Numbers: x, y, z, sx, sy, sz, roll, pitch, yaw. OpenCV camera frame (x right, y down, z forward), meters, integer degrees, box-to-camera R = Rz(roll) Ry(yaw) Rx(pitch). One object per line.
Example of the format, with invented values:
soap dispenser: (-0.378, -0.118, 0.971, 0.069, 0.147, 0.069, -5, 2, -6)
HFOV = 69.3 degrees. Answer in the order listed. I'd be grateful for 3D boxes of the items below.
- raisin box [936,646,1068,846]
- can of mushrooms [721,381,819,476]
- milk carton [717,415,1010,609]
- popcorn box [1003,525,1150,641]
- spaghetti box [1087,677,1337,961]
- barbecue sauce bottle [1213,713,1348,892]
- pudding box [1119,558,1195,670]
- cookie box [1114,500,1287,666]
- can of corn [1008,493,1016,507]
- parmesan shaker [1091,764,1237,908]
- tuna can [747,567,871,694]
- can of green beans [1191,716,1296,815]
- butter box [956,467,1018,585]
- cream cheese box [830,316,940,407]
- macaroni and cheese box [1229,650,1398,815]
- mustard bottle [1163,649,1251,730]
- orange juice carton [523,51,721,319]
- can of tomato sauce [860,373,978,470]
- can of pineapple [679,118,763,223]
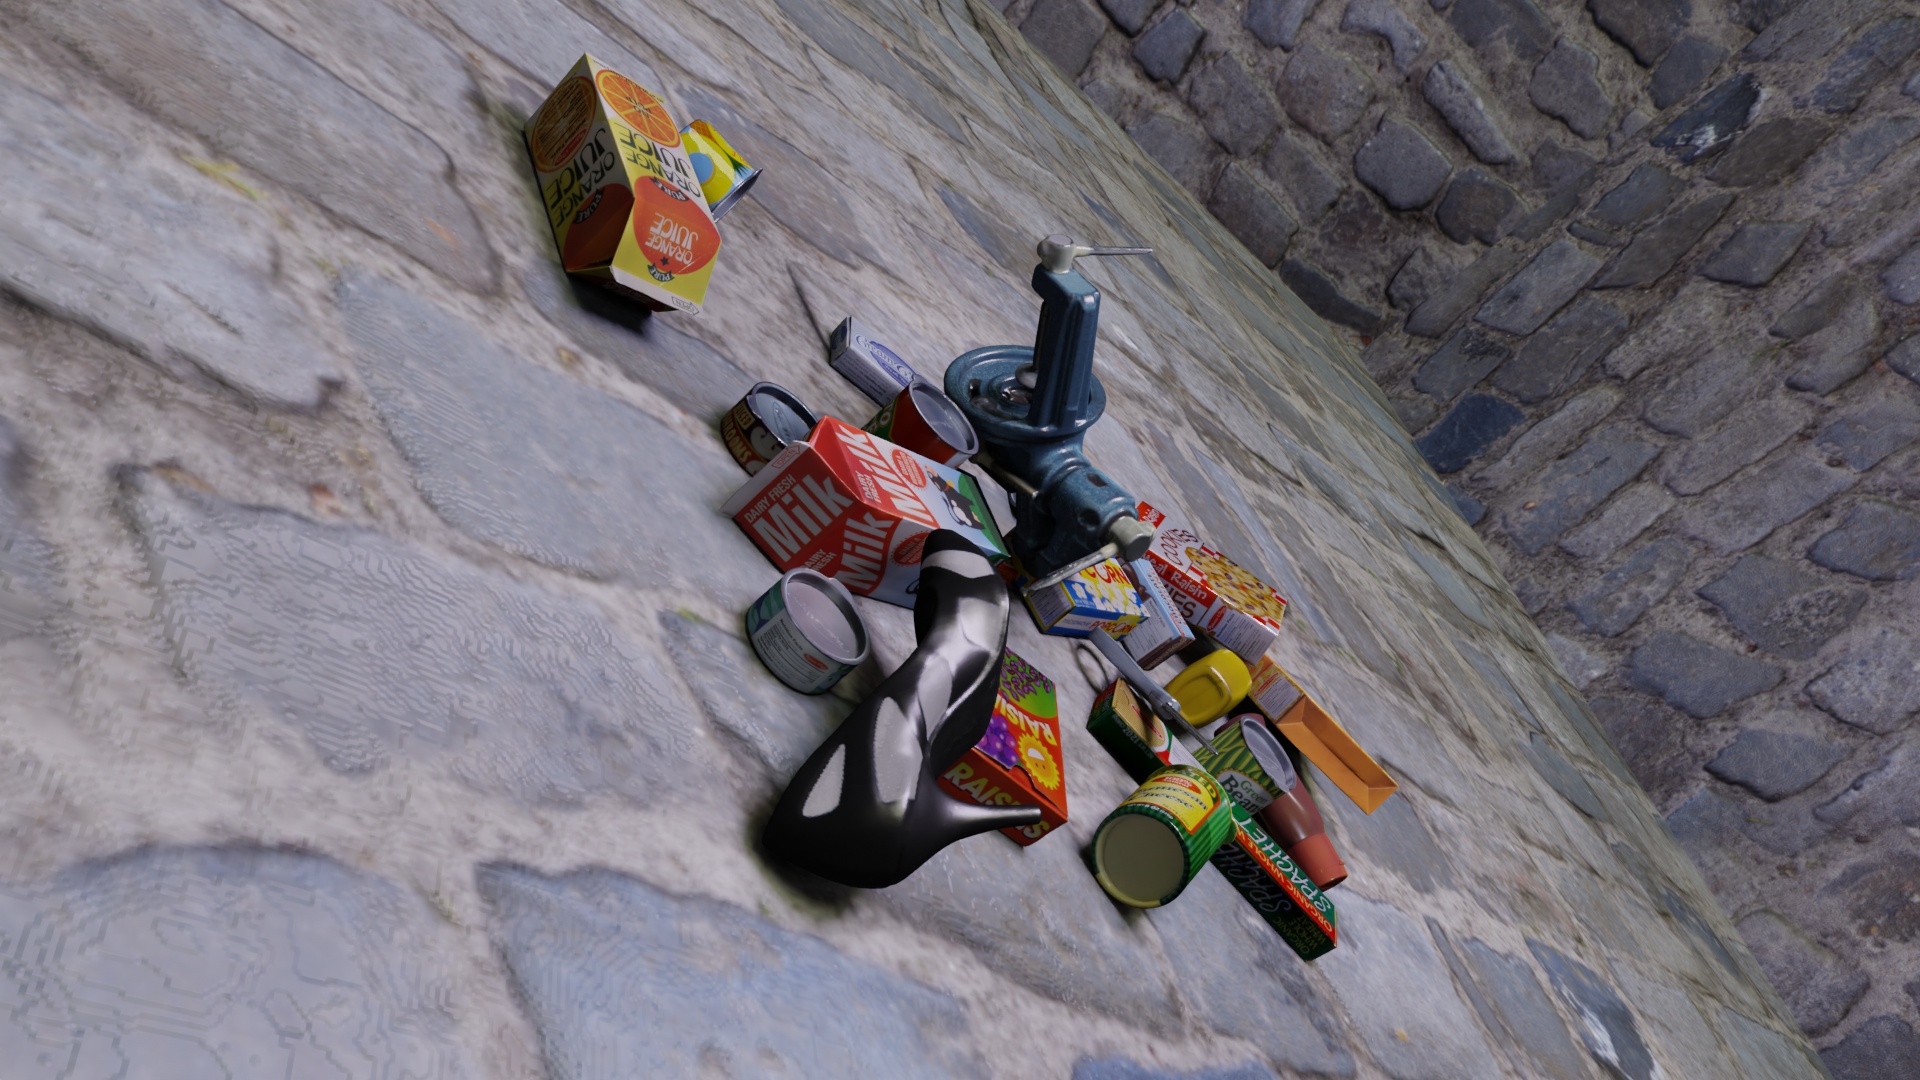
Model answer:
raisin box: (0.022, 0.117, 0.861, 0.086, 0.040, 0.124, 40, 26, -24)
can of mushrooms: (-0.120, -0.068, 0.895, 0.071, 0.033, 0.071, 40, 26, -23)
milk carton: (-0.061, -0.017, 0.873, 0.190, 0.072, 0.074, 19, 37, -49)
popcorn box: (0.090, 0.033, 1.108, 0.127, 0.038, 0.085, 12, 42, -55)
spaghetti box: (0.189, 0.208, 1.030, 0.250, 0.028, 0.050, 47, 23, -6)
barbecue sauce bottle: (0.262, 0.214, 1.133, 0.065, 0.043, 0.149, 24, 34, -55)
pudding box: (0.153, 0.061, 1.163, 0.030, 0.049, 0.084, 16, 40, -55)
cookie box: (0.212, 0.036, 1.261, 0.167, 0.040, 0.123, 34, 20, 7)
can of corn: (0.083, -0.041, 1.176, 0.058, 0.071, 0.071, 37, 26, -29)
parmesan shaker: (0.135, 0.192, 0.906, 0.071, 0.071, 0.103, 54, 23, 10)
tuna can: (-0.085, 0.050, 0.780, 0.071, 0.032, 0.071, 39, 25, -23)
can of green beans: (0.219, 0.181, 1.088, 0.071, 0.057, 0.071, 40, 25, -22)
butter box: (0.004, -0.013, 1.043, 0.053, 0.024, 0.104, 24, 34, -45)
cream cheese box: (-0.058, -0.130, 1.111, 0.103, 0.024, 0.053, 38, 25, -25)
macaroni and cheese box: (0.304, 0.160, 1.231, 0.123, 0.040, 0.167, 44, 5, -14)
mustard bottle: (0.215, 0.121, 1.168, 0.049, 0.065, 0.160, 57, 19, 11)
orange juice carton: (-0.218, -0.221, 0.905, 0.072, 0.073, 0.193, 21, 37, -49)
can of tomato sauce: (-0.041, -0.062, 0.964, 0.071, 0.083, 0.071, 40, 25, -22)
can of pineapple: (-0.192, -0.271, 1.031, 0.058, 0.071, 0.071, 45, 23, -10)
